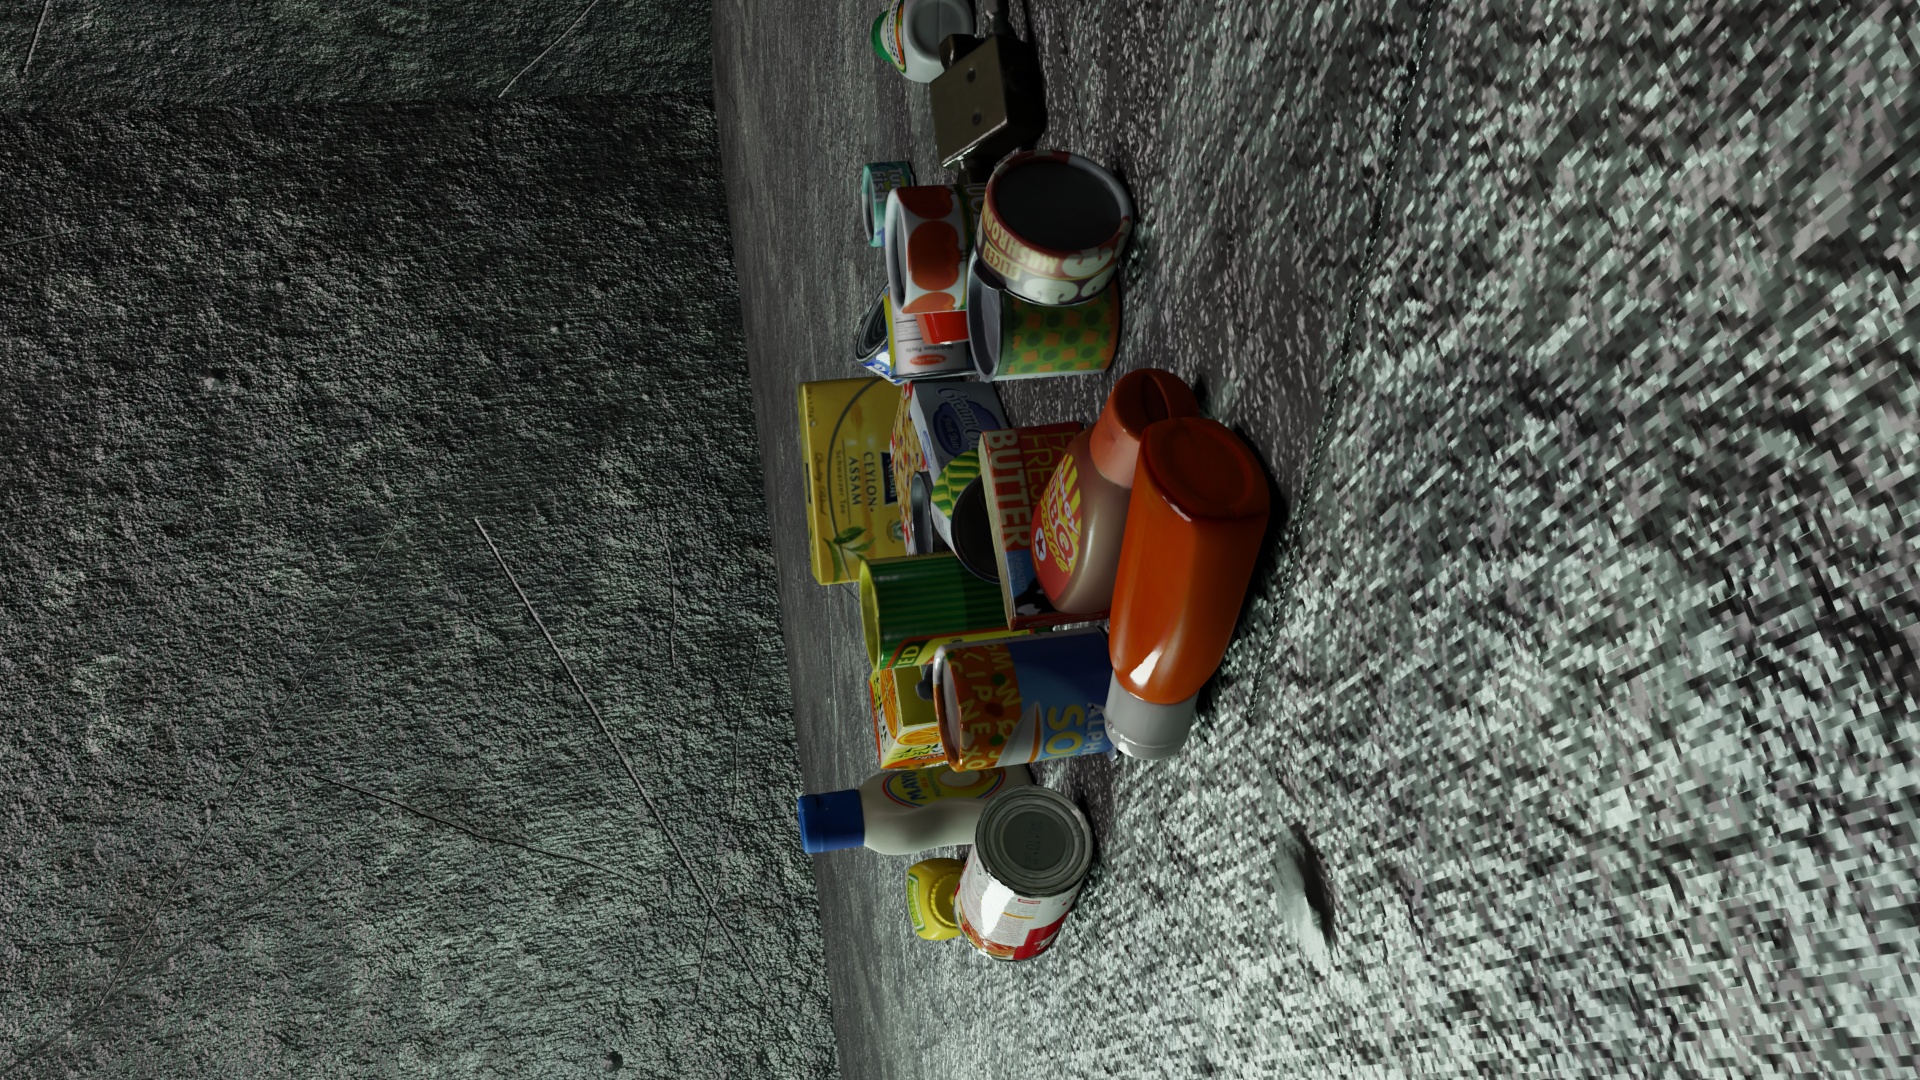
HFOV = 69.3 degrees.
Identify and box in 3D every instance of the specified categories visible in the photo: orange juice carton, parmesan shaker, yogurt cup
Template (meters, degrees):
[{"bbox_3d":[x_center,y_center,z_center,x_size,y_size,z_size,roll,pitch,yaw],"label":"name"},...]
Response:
[{"bbox_3d":[-0.025,0.121,1.034,0.192,0.073,0.072,115,147,-68],"label":"orange juice carton"},{"bbox_3d":[-0.003,0.038,0.817,0.071,0.103,0.071,176,88,-78],"label":"parmesan shaker"},{"bbox_3d":[0.000,-0.146,0.815,0.072,0.072,0.053,-140,38,-73],"label":"yogurt cup"}]

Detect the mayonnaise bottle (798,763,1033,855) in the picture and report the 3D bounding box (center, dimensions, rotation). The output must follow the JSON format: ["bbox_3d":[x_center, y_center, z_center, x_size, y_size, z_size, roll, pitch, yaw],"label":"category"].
[{"bbox_3d":[-0.028,0.171,0.887,0.065,0.148,0.041,-119,26,-61],"label":"mayonnaise bottle"}]

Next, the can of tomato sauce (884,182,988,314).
[{"bbox_3d":[0.007,-0.155,0.726,0.071,0.083,0.071,176,88,-78],"label":"can of tomato sauce"}]

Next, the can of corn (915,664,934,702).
[{"bbox_3d":[0.001,0.066,0.891,0.058,0.071,0.070,-108,17,-47],"label":"can of corn"}]

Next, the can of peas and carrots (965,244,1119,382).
[{"bbox_3d":[0.038,-0.112,0.659,0.071,0.059,0.071,176,88,-77],"label":"can of peas and carrots"}]

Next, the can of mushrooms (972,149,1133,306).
[{"bbox_3d":[0.039,-0.137,0.612,0.033,0.071,0.071,107,154,-58],"label":"can of mushrooms"}]

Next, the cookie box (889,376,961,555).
[{"bbox_3d":[-0.016,-0.026,0.998,0.122,0.040,0.168,110,152,-63],"label":"cookie box"}]

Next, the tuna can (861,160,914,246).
[{"bbox_3d":[-0.057,-0.267,1.099,0.071,0.033,0.071,176,88,-79],"label":"tuna can"}]

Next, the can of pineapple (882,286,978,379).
[{"bbox_3d":[-0.014,-0.133,0.881,0.071,0.071,0.058,-166,71,-77],"label":"can of pineapple"}]

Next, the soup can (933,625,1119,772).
[{"bbox_3d":[0.034,0.083,0.711,0.071,0.084,0.071,176,88,-78],"label":"soup can"}]

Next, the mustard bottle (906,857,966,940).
[{"bbox_3d":[-0.010,0.283,1.101,0.159,0.049,0.065,124,137,-72],"label":"mustard bottle"}]

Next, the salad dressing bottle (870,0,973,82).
[{"bbox_3d":[-0.029,-0.333,0.908,0.148,0.044,0.064,-127,35,-69],"label":"salad dressing bottle"}]

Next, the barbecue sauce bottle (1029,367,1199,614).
[{"bbox_3d":[0.066,-0.022,0.607,0.148,0.044,0.065,110,153,-64],"label":"barbecue sauce bottle"}]

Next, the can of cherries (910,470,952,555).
[{"bbox_3d":[0.003,-0.011,0.875,0.071,0.058,0.071,176,88,-77],"label":"can of cherries"}]

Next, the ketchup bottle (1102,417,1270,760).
[{"bbox_3d":[0.083,0.027,0.547,0.065,0.043,0.148,-107,16,-46],"label":"ketchup bottle"}]

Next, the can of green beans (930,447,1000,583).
[{"bbox_3d":[0.021,-0.015,0.768,0.058,0.071,0.071,-132,37,-71],"label":"can of green beans"}]

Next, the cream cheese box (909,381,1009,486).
[{"bbox_3d":[0.005,-0.059,0.856,0.104,0.053,0.024,-108,19,-46],"label":"cream cheese box"}]

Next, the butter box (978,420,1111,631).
[{"bbox_3d":[0.043,-0.009,0.701,0.024,0.053,0.104,109,154,-69],"label":"butter box"}]
